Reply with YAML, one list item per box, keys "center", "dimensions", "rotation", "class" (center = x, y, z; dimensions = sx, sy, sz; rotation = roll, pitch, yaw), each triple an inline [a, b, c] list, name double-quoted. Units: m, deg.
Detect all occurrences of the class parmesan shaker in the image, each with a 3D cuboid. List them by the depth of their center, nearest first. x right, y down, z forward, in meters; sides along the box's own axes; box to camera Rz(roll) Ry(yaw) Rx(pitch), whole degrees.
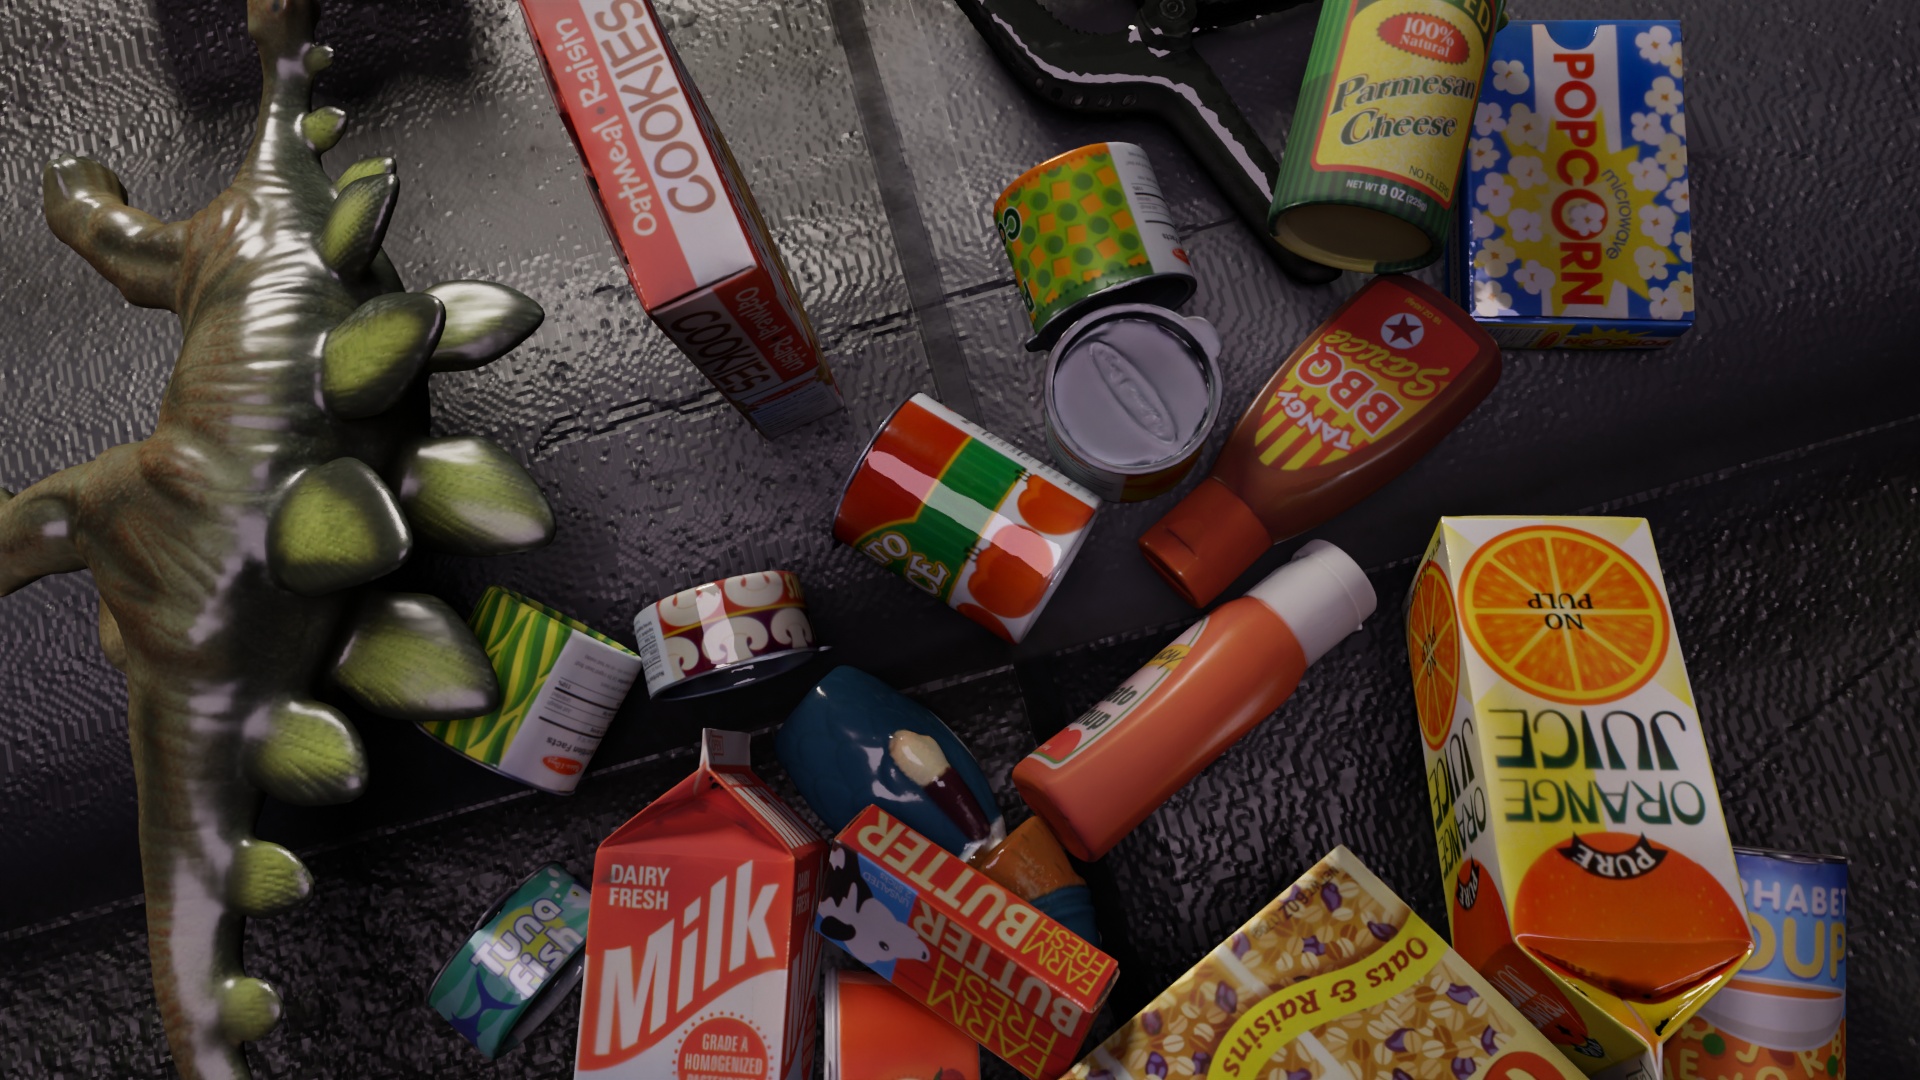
- center: [0.162, -0.159, 0.520]
  dimensions: [0.071, 0.071, 0.103]
  rotation: [15, 82, 6]
  class: "parmesan shaker"

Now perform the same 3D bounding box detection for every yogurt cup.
- center: [-0.022, 0.188, 0.500]
  dimensions: [0.054, 0.072, 0.072]
  rotation: [-1, 80, -5]
  class: "yogurt cup"

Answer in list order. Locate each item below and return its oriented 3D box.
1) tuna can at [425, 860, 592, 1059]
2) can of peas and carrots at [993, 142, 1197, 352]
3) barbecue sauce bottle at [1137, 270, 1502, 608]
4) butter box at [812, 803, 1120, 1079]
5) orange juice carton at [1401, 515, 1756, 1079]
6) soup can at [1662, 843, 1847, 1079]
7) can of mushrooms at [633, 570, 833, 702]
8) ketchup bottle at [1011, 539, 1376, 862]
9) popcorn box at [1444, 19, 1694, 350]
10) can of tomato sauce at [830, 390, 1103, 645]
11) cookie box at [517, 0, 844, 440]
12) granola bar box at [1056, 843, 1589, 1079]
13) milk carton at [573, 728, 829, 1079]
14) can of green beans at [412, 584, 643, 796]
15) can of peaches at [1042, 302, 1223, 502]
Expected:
- center: [-0.159, 0.153, 0.510]
  dimensions: [0.033, 0.071, 0.071]
  rotation: [38, 85, 7]
  class: "tuna can"
- center: [0.050, -0.113, 0.547]
  dimensions: [0.071, 0.071, 0.059]
  rotation: [-18, 79, 0]
  class: "can of peas and carrots"
- center: [0.135, -0.036, 0.537]
  dimensions: [0.148, 0.043, 0.065]
  rotation: [-42, 61, -4]
  class: "barbecue sauce bottle"
- center: [0.000, 0.138, 0.474]
  dimensions: [0.103, 0.052, 0.024]
  rotation: [29, 40, 18]
  class: "butter box"
- center: [0.203, 0.090, 0.468]
  dimensions: [0.073, 0.071, 0.193]
  rotation: [0, 59, 4]
  class: "orange juice carton"
- center: [0.272, 0.149, 0.485]
  dimensions: [0.071, 0.071, 0.084]
  rotation: [5, 81, 4]
  class: "soup can"
- center: [-0.087, 0.036, 0.529]
  dimensions: [0.071, 0.071, 0.033]
  rotation: [-17, 79, 0]
  class: "can of mushrooms"
- center: [0.090, 0.057, 0.519]
  dimensions: [0.149, 0.064, 0.043]
  rotation: [-37, 90, -12]
  class: "ketchup bottle"
- center: [0.240, -0.140, 0.554]
  dimensions: [0.085, 0.038, 0.127]
  rotation: [2, 81, 5]
  class: "popcorn box"
- center: [0.002, -0.007, 0.530]
  dimensions: [0.083, 0.071, 0.071]
  rotation: [31, 84, 7]
  class: "can of tomato sauce"
- center: [-0.095, -0.115, 0.503]
  dimensions: [0.040, 0.167, 0.123]
  rotation: [-24, 80, 0]
  class: "cookie box"
- center: [0.104, 0.195, 0.436]
  dimensions: [0.166, 0.039, 0.124]
  rotation: [-35, 52, -14]
  class: "granola bar box"
- center: [-0.092, 0.165, 0.503]
  dimensions: [0.073, 0.072, 0.191]
  rotation: [3, 80, 4]
  class: "milk carton"
- center: [-0.164, 0.056, 0.529]
  dimensions: [0.071, 0.071, 0.058]
  rotation: [26, 83, 7]
  class: "can of green beans"
- center: [0.067, -0.053, 0.539]
  dimensions: [0.071, 0.058, 0.071]
  rotation: [-1, 80, 3]
  class: "can of peaches"
